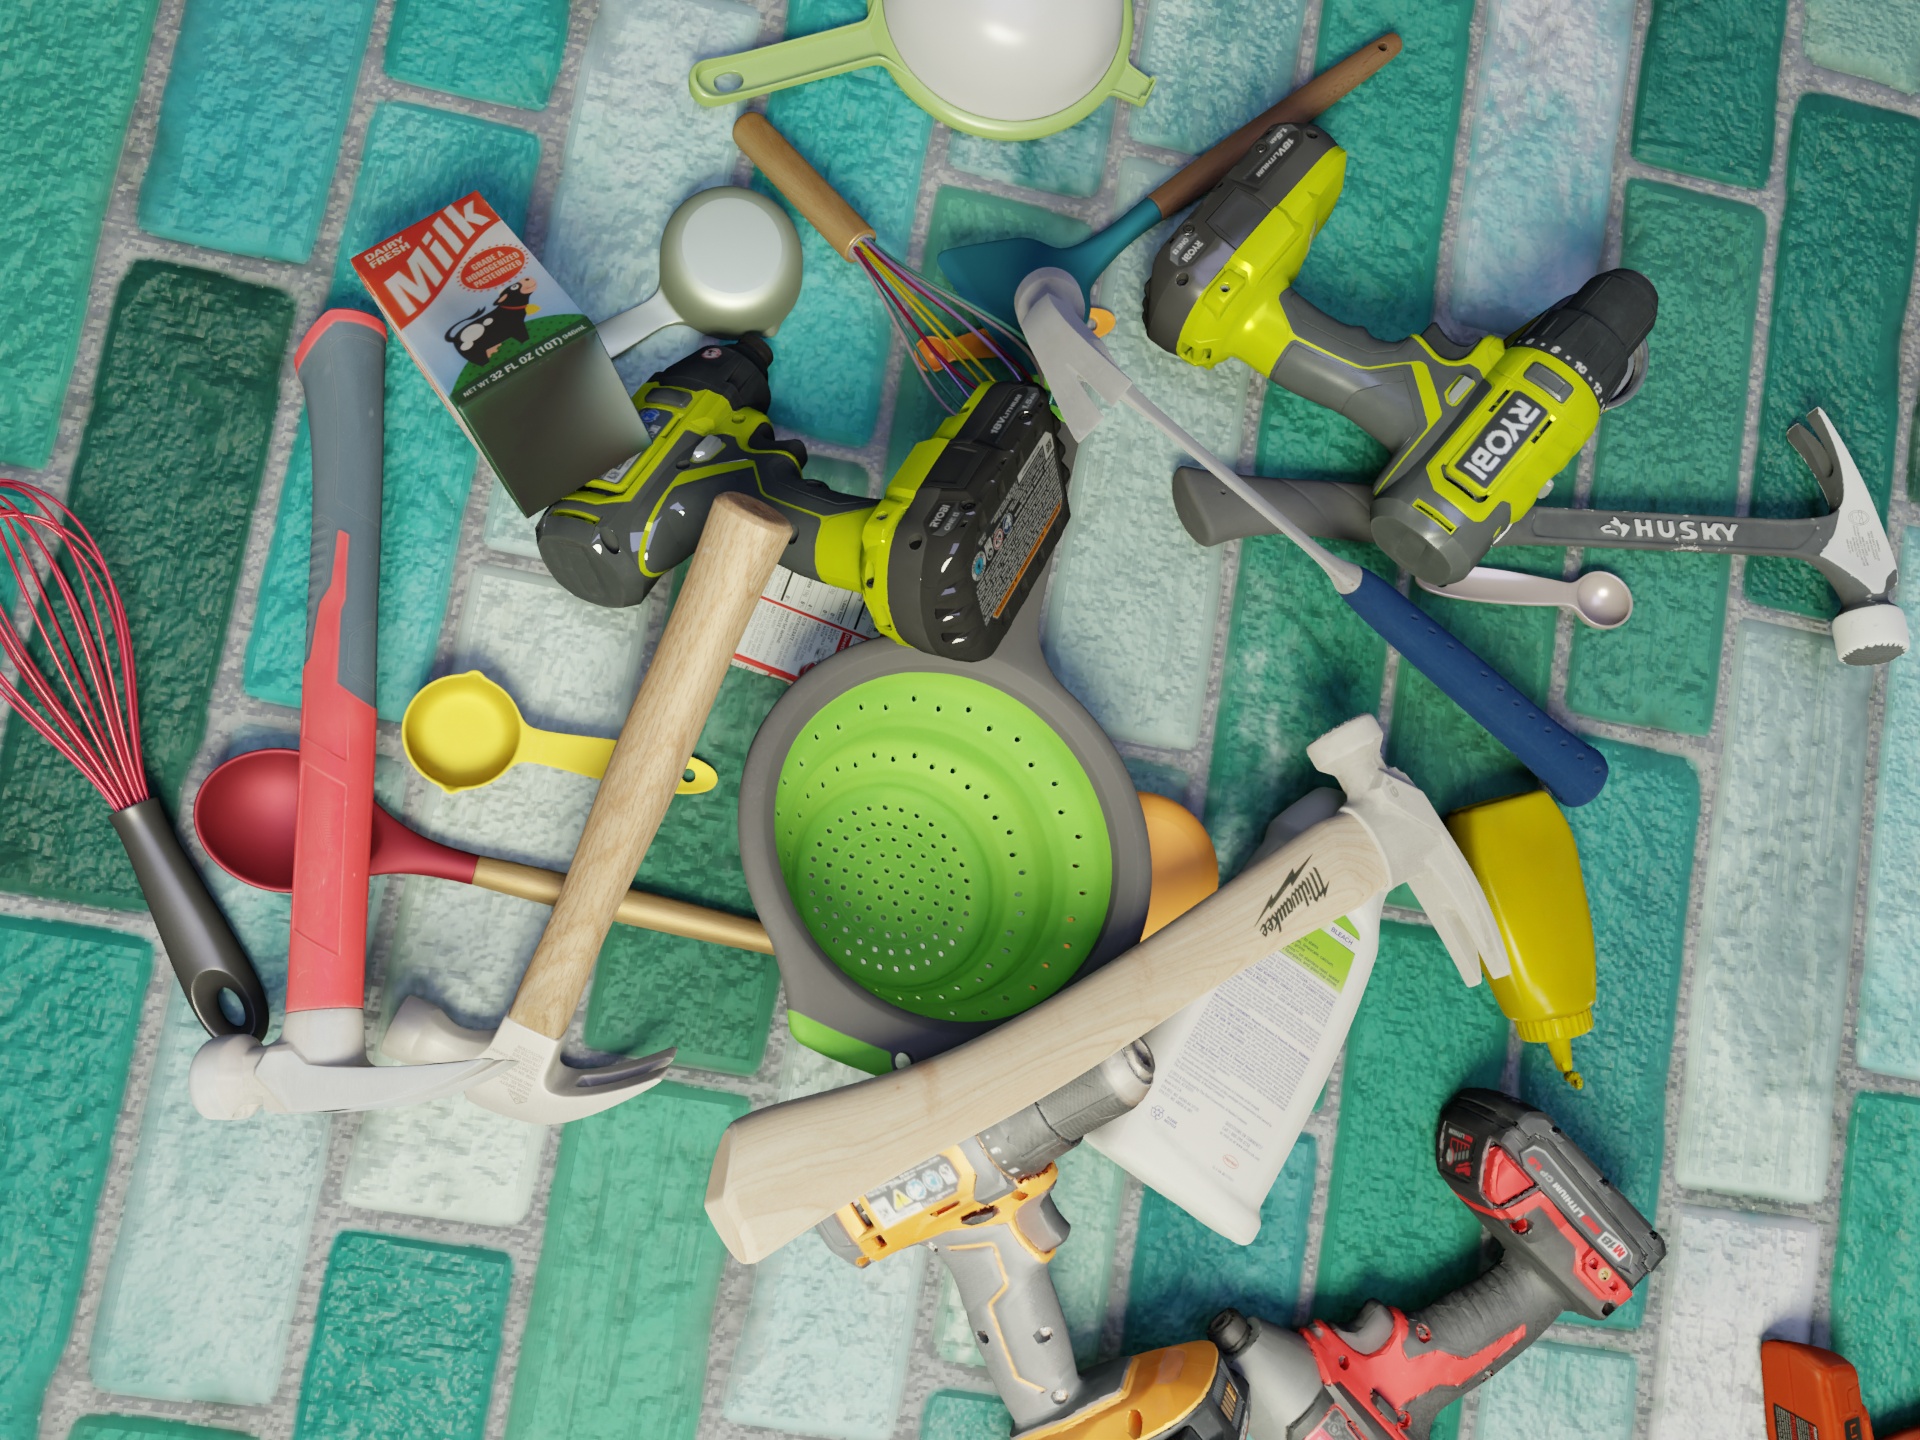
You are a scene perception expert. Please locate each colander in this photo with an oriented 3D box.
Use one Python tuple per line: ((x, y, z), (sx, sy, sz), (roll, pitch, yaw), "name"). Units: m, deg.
((-0.001, -0.003, 0.803), (0.204, 0.094, 0.397), (21, 61, -15), "colander")

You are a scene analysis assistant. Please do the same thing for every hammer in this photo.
((0.320, -0.114, 0.882), (0.409, 0.036, 0.149), (3, 70, -6), "hammer")
((0.078, 0.130, 0.704), (0.410, 0.038, 0.146), (-23, 79, -30), "hammer")
((0.188, -0.074, 0.798), (0.405, 0.144, 0.035), (35, 112, -21), "hammer")
((-0.276, -0.016, 0.743), (0.143, 0.038, 0.386), (-7, 74, 12), "hammer")
((-0.153, 0.050, 0.725), (0.130, 0.031, 0.331), (26, 110, -4), "hammer")

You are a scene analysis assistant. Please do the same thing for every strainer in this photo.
((-0.021, -0.380, 0.845), (0.256, 0.069, 0.151), (-20, 88, -12), "strainer")

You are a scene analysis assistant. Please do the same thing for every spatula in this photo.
((0.129, -0.298, 0.874), (0.317, 0.044, 0.082), (-37, 86, -12), "spatula")

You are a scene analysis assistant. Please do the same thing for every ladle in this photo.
((-0.215, 0.079, 0.791), (0.315, 0.031, 0.069), (15, 78, -9), "ladle")

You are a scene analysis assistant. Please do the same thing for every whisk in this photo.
((-0.400, 0.023, 0.754), (0.073, 0.073, 0.296), (-24, 95, -10), "whisk")
((-0.037, -0.232, 0.817), (0.245, 0.047, 0.051), (49, 122, 14), "whisk")

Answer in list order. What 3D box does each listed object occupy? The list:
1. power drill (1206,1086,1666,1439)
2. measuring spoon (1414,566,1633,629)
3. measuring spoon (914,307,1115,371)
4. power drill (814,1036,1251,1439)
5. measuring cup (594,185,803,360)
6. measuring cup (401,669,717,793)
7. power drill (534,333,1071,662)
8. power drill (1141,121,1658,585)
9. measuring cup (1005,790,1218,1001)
((0.236, 0.301, 0.817), (0.219, 0.078, 0.143), (-44, 92, -8), "power drill")
((0.316, -0.071, 0.898), (0.124, 0.018, 0.034), (7, 71, -1), "measuring spoon")
((0.030, -0.208, 0.868), (0.117, 0.011, 0.021), (-14, 87, -14), "measuring spoon")
((0.053, 0.264, 0.758), (0.185, 0.084, 0.226), (-33, 89, 20), "power drill")
((-0.156, -0.218, 0.823), (0.167, 0.038, 0.083), (-33, 90, -13), "measuring cup")
((-0.202, 0.016, 0.805), (0.156, 0.029, 0.062), (12, 82, -19), "measuring cup")
((-0.069, -0.116, 0.758), (0.223, 0.080, 0.171), (14, 55, 24), "power drill")
((0.229, -0.206, 0.833), (0.228, 0.080, 0.190), (40, 83, 12), "power drill")
((0.065, 0.112, 0.817), (0.095, 0.052, 0.173), (38, 78, -4), "measuring cup")
